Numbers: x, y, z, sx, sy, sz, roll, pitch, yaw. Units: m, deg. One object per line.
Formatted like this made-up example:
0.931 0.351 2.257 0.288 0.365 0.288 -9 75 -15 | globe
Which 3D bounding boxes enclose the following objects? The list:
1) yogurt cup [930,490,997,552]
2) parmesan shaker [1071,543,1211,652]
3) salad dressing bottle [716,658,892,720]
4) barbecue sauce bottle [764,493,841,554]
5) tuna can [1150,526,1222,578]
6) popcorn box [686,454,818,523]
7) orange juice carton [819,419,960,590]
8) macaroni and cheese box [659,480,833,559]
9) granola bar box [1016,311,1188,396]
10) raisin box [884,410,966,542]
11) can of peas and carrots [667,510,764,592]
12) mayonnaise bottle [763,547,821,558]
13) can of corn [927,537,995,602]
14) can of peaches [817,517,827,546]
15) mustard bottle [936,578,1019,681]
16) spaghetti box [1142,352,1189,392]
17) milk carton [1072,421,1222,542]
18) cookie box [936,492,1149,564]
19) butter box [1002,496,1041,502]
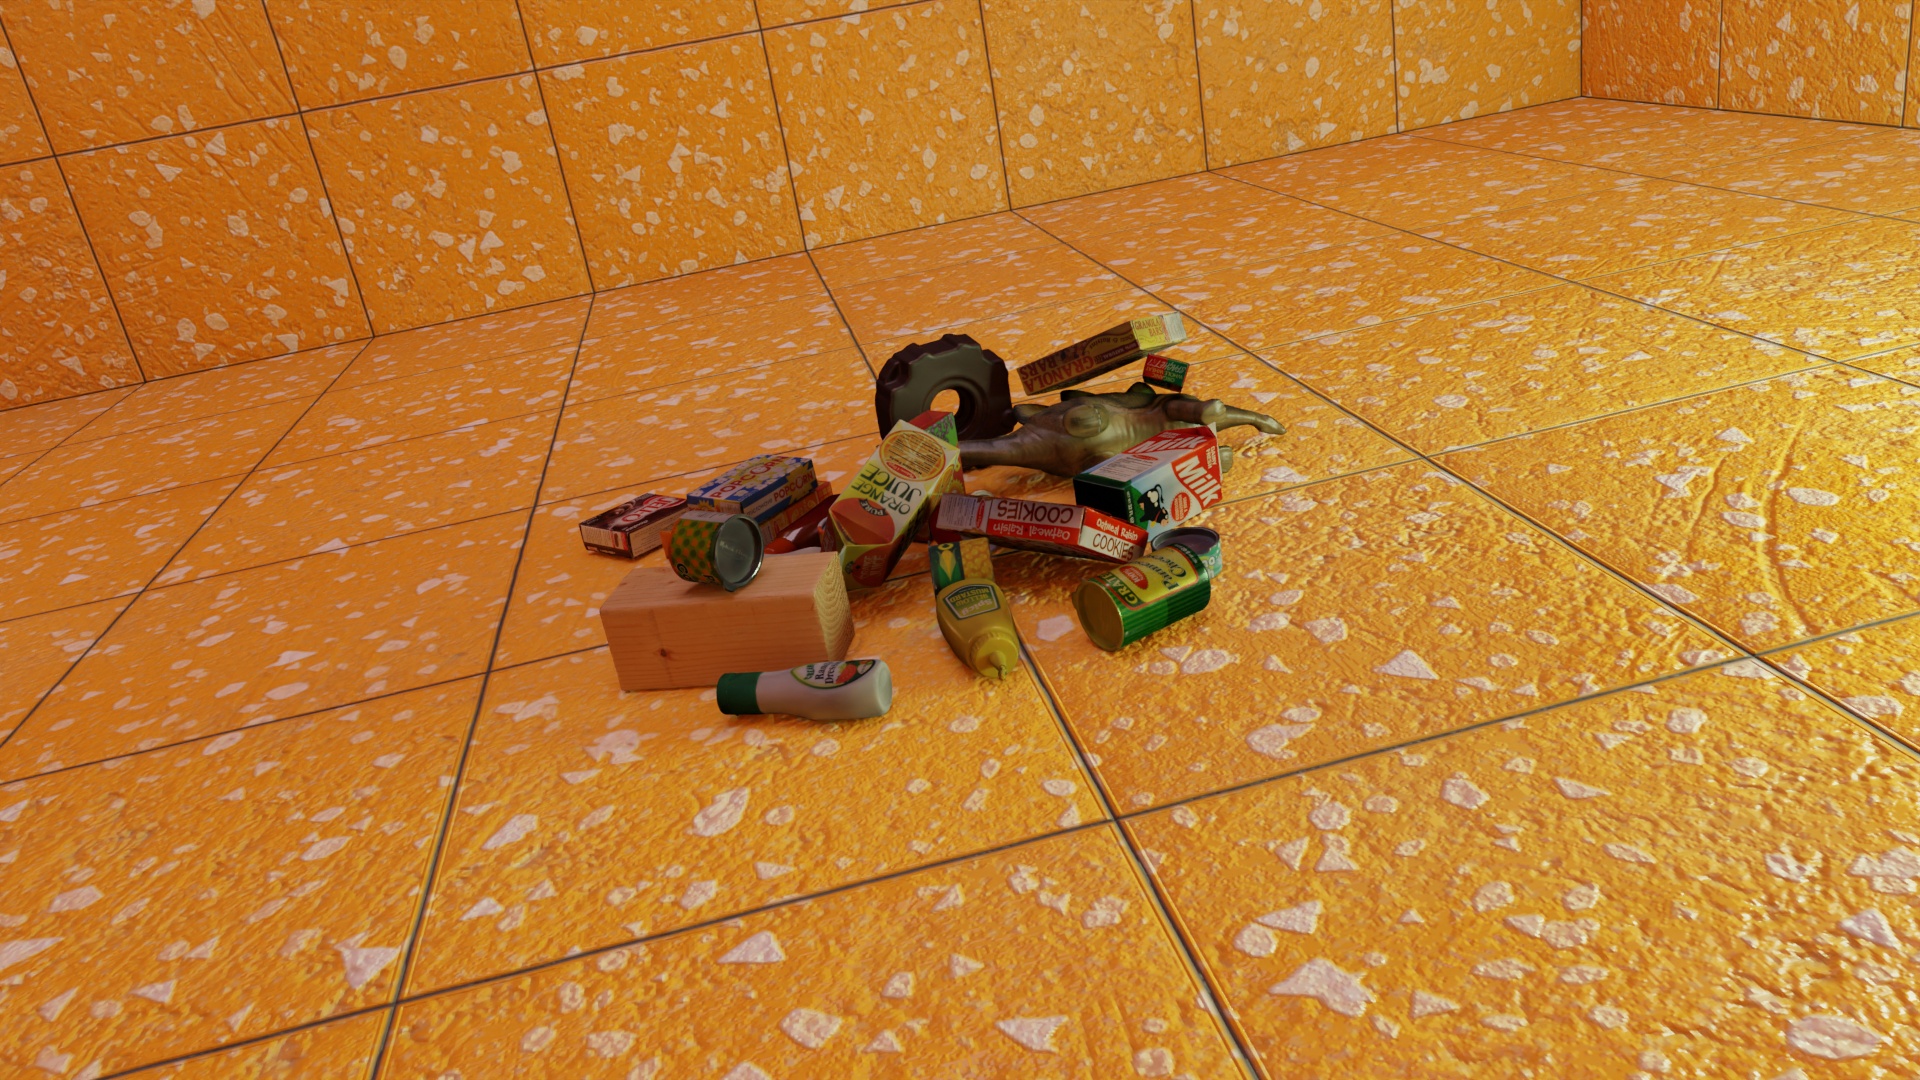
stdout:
0.005 -0.018 1.457 0.054 0.072 0.073 0 23 44 | yogurt cup
0.160 0.047 1.226 0.103 0.071 0.071 -22 25 -27 | parmesan shaker
-0.134 0.129 1.187 0.147 0.043 0.064 -4 22 14 | salad dressing bottle
-0.169 -0.003 1.515 0.064 0.043 0.149 -13 18 37 | barbecue sauce bottle
0.217 0.015 1.325 0.071 0.032 0.071 -9 22 4 | tuna can
-0.234 -0.056 1.569 0.085 0.038 0.127 6 28 35 | popcorn box
-0.079 -0.027 1.382 0.073 0.071 0.194 28 50 8 | orange juice carton
-0.243 -0.023 1.601 0.123 0.040 0.167 7 28 33 | macaroni and cheese box
0.168 -0.219 1.636 0.165 0.039 0.125 -19 1 37 | granola bar box
-0.036 -0.070 1.518 0.040 0.123 0.086 4 26 31 | raisin box
-0.220 0.009 1.246 0.058 0.070 0.071 5 27 33 | can of peas and carrots
-0.161 0.037 1.399 0.148 0.064 0.041 -10 37 -9 | mayonnaise bottle
0.002 0.031 1.330 0.058 0.071 0.071 -9 22 1 | can of corn
-0.111 0.005 1.454 0.071 0.057 0.071 -9 22 4 | can of peaches
0.021 0.083 1.225 0.065 0.048 0.161 -16 23 -7 | mustard bottle
0.246 -0.200 1.668 0.050 0.028 0.250 16 7 7 | spaghetti box
0.212 -0.062 1.461 0.191 0.072 0.073 -28 28 -34 | milk carton
0.081 -0.012 1.361 0.167 0.040 0.123 7 -6 37 | cookie box
0.071 -0.022 1.486 0.103 0.024 0.053 9 30 39 | butter box
